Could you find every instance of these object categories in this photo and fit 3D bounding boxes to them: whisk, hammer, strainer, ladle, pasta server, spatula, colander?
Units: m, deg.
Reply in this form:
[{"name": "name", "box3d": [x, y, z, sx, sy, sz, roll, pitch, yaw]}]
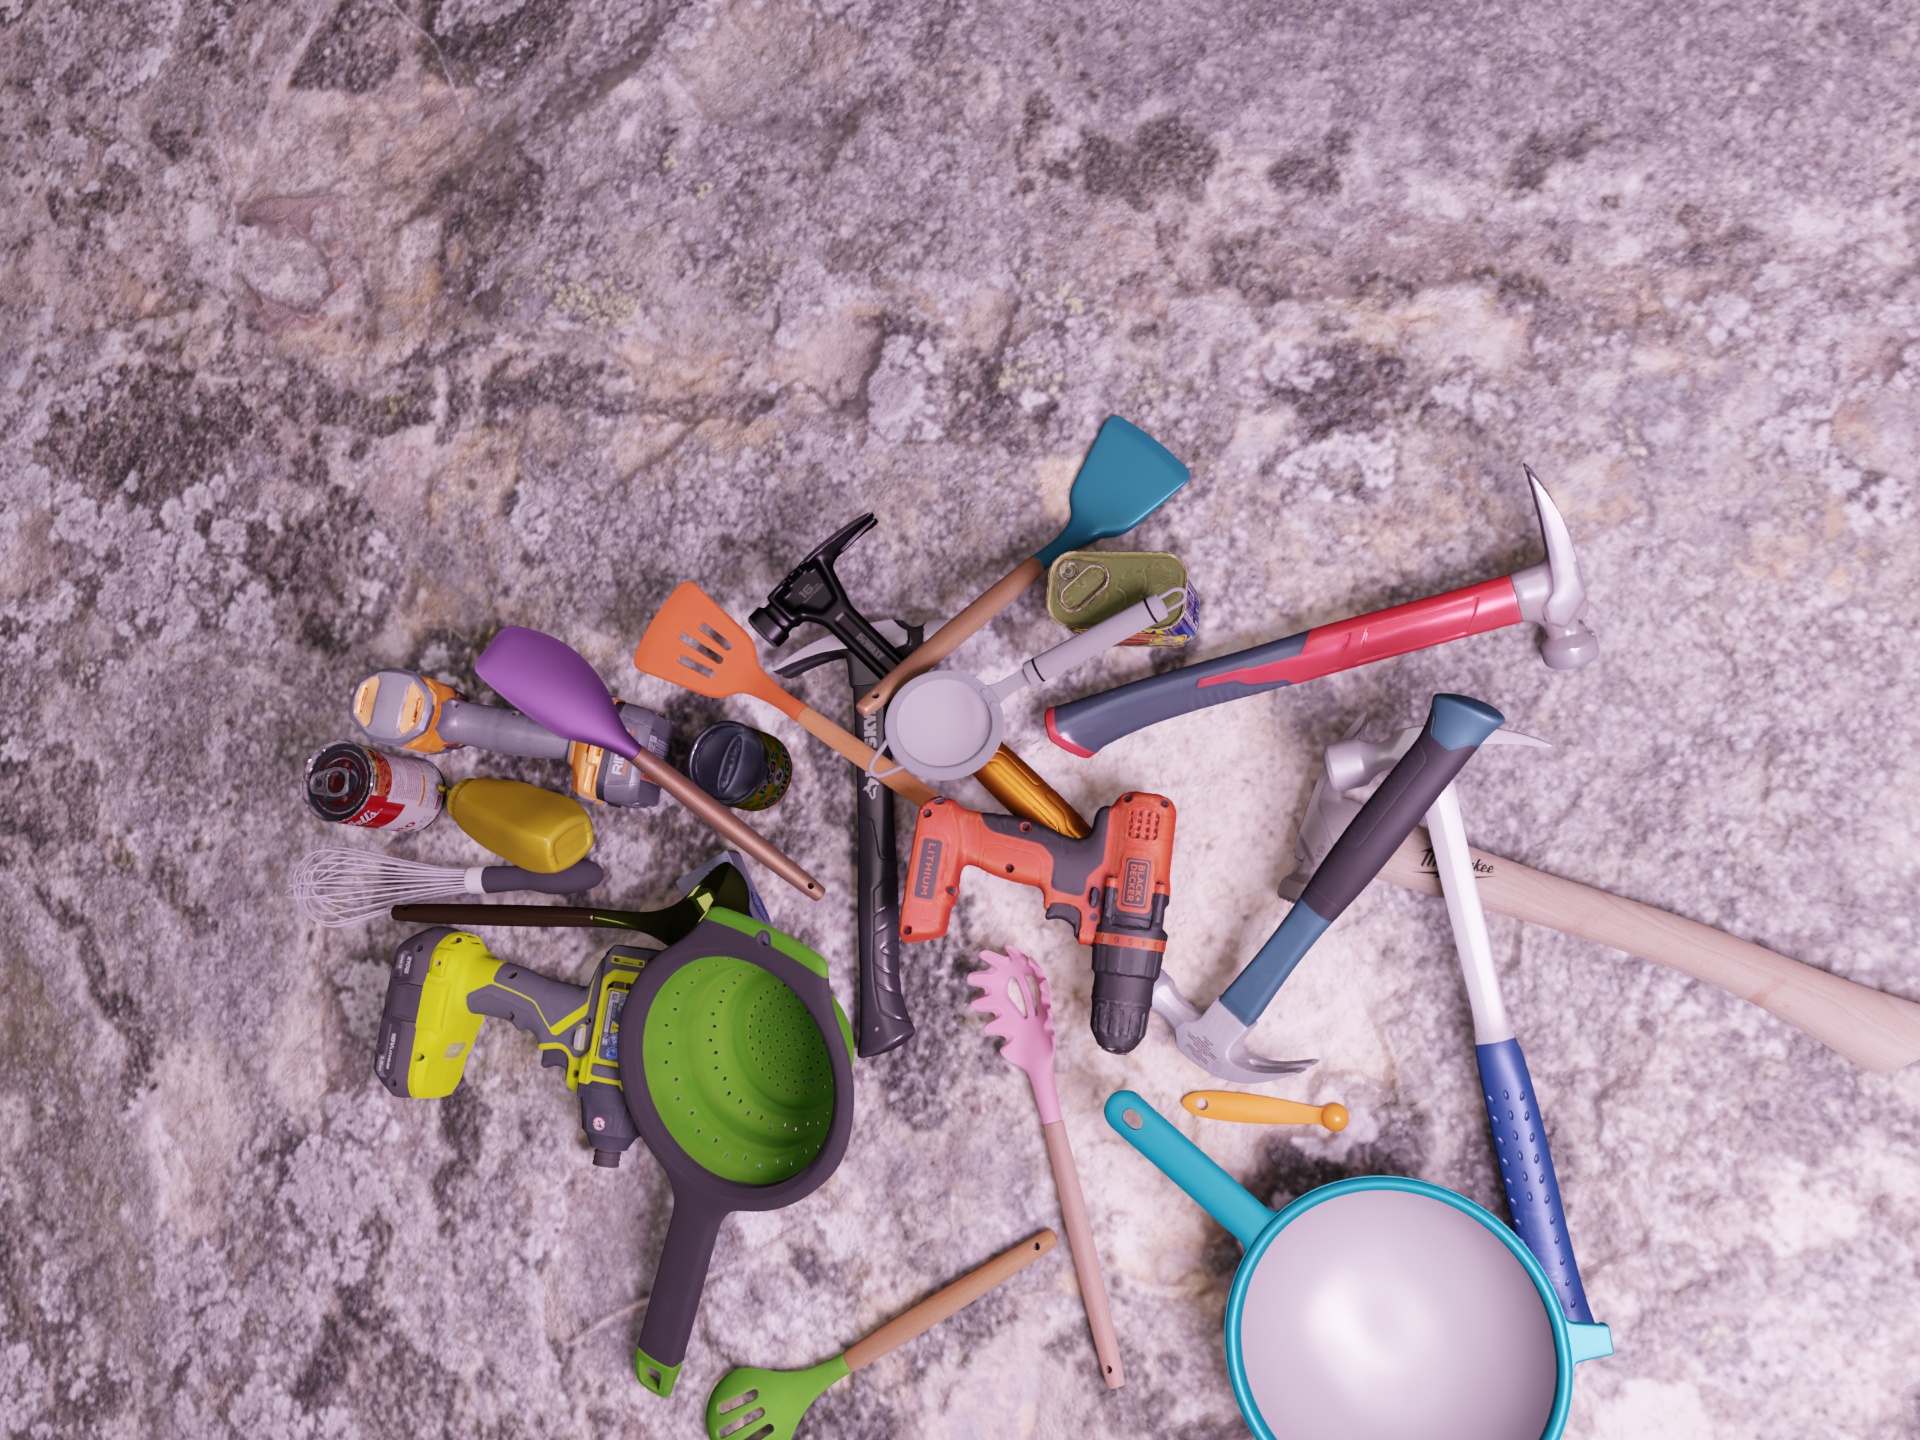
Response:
[{"name": "whisk", "box3d": [-0.430, 0.134, 1.325, 0.284, 0.070, 0.070, -4, 80, 11]}, {"name": "hammer", "box3d": [0.239, -0.059, 1.131, 0.386, 0.038, 0.143, -16, 109, 18]}, {"name": "strainer", "box3d": [0.237, 0.363, 1.056, 0.341, 0.095, 0.211, 39, 93, 21]}, {"name": "hammer", "box3d": [0.432, 0.123, 1.067, 0.411, 0.038, 0.146, 20, 86, 19]}, {"name": "hammer", "box3d": [-0.002, -0.004, 1.194, 0.127, 0.034, 0.337, -45, 82, -1]}, {"name": "hammer", "box3d": [0.355, 0.199, 1.045, 0.144, 0.035, 0.405, -13, 86, 18]}, {"name": "hammer", "box3d": [-0.070, 0.090, 1.229, 0.146, 0.035, 0.335, -5, 80, 16]}, {"name": "ladle", "box3d": [-0.313, 0.146, 1.249, 0.320, 0.062, 0.078, -1, 38, 17]}, {"name": "pasta server", "box3d": [0.070, 0.318, 1.145, 0.060, 0.040, 0.316, -19, 76, 25]}, {"name": "spatula", "box3d": [-0.222, 0.038, 1.195, 0.315, 0.018, 0.060, 41, 72, -17]}, {"name": "spatula", "box3d": [0.039, -0.109, 1.187, 0.082, 0.044, 0.317, 42, 67, 17]}, {"name": "colander", "box3d": [-0.168, 0.325, 1.201, 0.205, 0.094, 0.397, 22, 106, 23]}, {"name": "hammer", "box3d": [0.244, 0.113, 1.056, 0.128, 0.033, 0.331, 44, 120, 24]}, {"name": "strainer", "box3d": [0.046, -0.030, 1.134, 0.258, 0.050, 0.086, -28, 113, 14]}, {"name": "spatula", "box3d": [-0.105, 0.007, 1.213, 0.323, 0.041, 0.081, 33, 90, 17]}]

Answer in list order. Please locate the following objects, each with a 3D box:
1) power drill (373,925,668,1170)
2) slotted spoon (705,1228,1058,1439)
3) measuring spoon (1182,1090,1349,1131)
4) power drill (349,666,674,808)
[{"name": "power drill", "box3d": [-0.342, 0.254, 1.264, 0.223, 0.080, 0.171, 7, 82, 15]}, {"name": "slotted spoon", "box3d": [-0.062, 0.456, 1.169, 0.314, 0.031, 0.070, -33, 73, 8]}, {"name": "measuring spoon", "box3d": [0.214, 0.275, 1.121, 0.117, 0.011, 0.021, 2, 81, 17]}, {"name": "power drill", "box3d": [-0.351, 0.013, 1.277, 0.226, 0.185, 0.084, 11, 84, -1]}]
